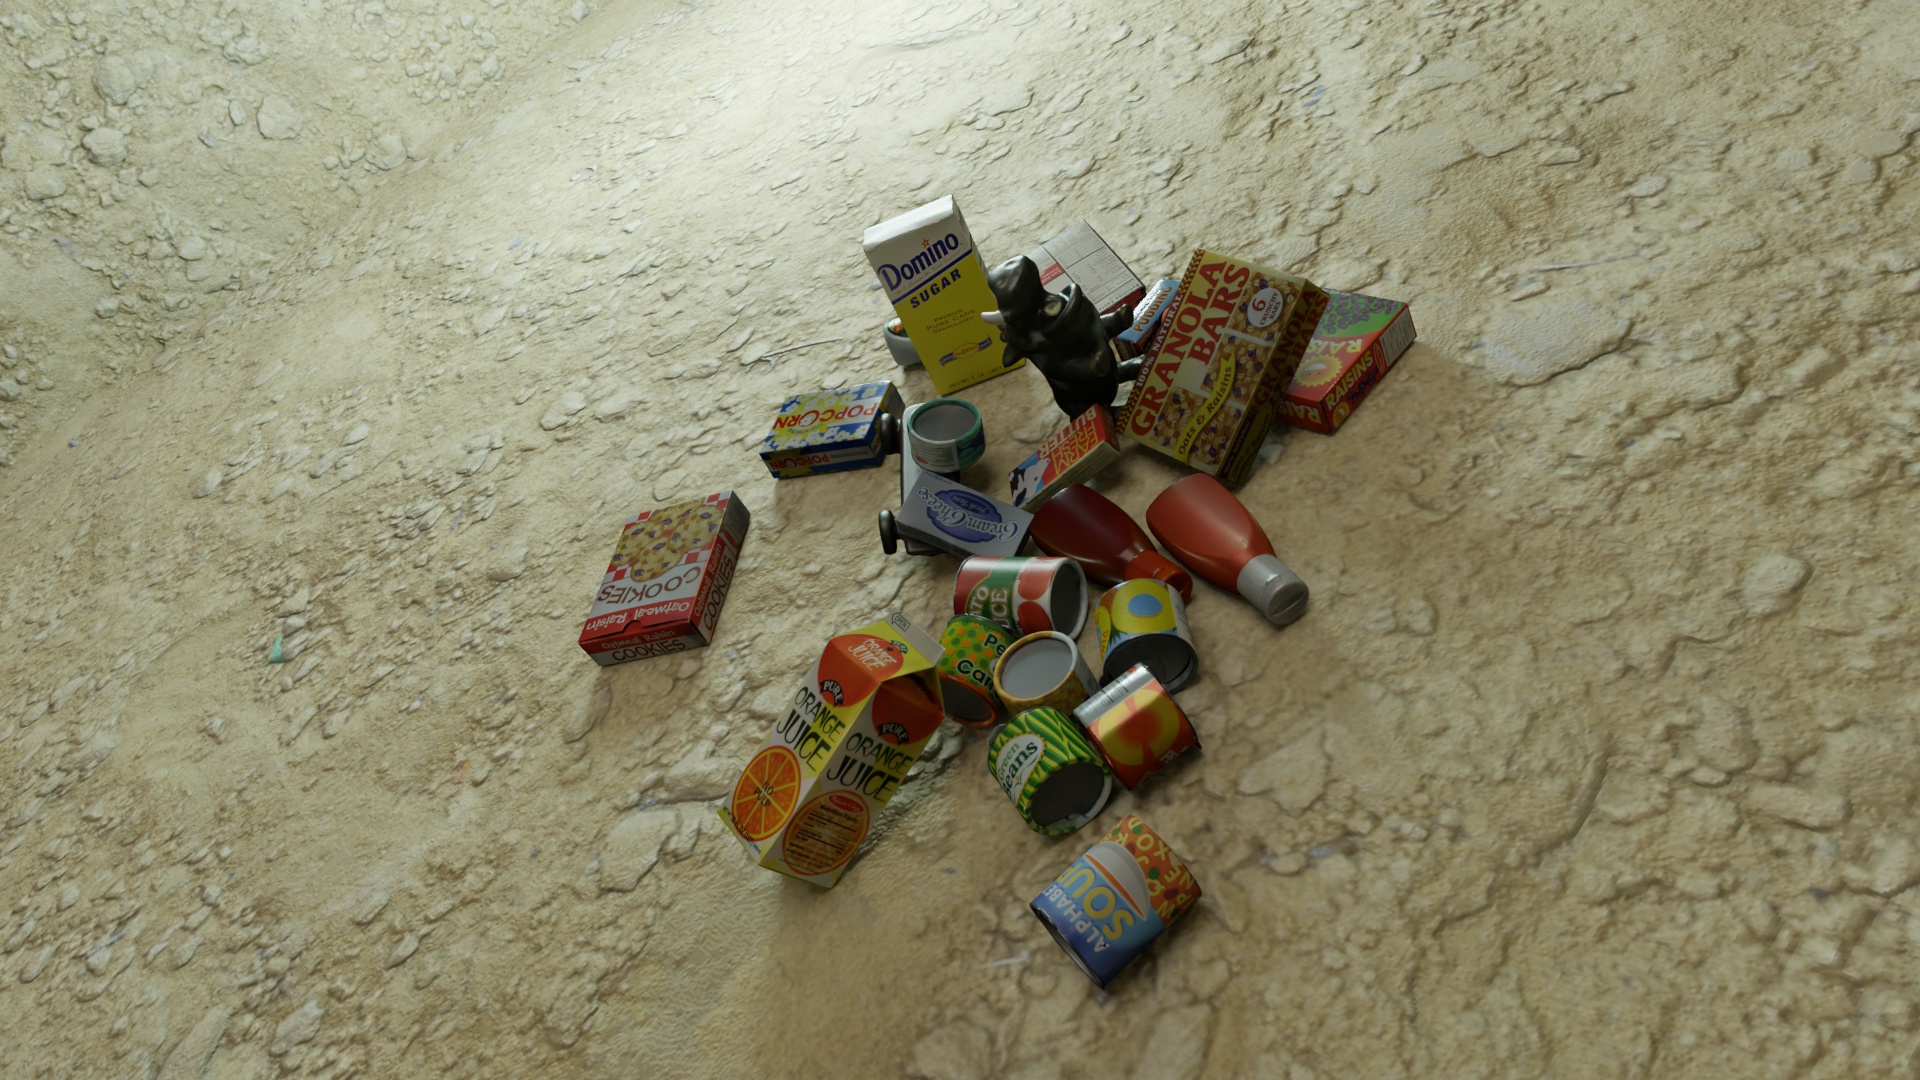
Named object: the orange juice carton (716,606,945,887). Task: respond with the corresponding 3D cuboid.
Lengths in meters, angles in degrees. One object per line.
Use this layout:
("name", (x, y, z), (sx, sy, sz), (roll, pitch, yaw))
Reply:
("orange juice carton", (-0.081, 0.142, 0.986), (0.192, 0.073, 0.072), (-57, 41, 0))

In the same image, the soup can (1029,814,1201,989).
("soup can", (0.093, 0.216, 0.840), (0.084, 0.071, 0.071), (-40, 39, -11))

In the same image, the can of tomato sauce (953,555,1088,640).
("can of tomato sauce", (0.046, 0.046, 1.059), (0.083, 0.071, 0.071), (0, 48, 32))

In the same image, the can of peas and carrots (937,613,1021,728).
("can of peas and carrots", (0.010, 0.097, 1.026), (0.071, 0.070, 0.059), (3, 50, 35))

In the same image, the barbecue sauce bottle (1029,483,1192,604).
("barbecue sauce bottle", (0.118, 0.009, 1.072), (0.065, 0.043, 0.149), (-41, 40, -10))

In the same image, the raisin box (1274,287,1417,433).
("raisin box", (0.297, -0.147, 1.128), (0.124, 0.040, 0.086), (-45, 41, -19))

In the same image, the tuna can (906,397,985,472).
("tuna can", (-0.011, -0.094, 1.206), (0.071, 0.032, 0.071), (-4, 43, 4))

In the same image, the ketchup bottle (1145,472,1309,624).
("ketchup bottle", (0.198, 0.007, 1.021), (0.065, 0.043, 0.149), (-35, 39, -3))

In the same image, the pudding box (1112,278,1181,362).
("pudding box", (0.175, -0.189, 1.244), (0.030, 0.049, 0.084), (19, 60, 42))

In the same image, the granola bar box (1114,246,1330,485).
("granola bar box", (0.208, -0.141, 1.117), (0.124, 0.039, 0.165), (32, 100, 48))

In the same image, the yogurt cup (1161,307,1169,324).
("yogurt cup", (0.210, -0.183, 1.204), (0.054, 0.072, 0.073), (-14, 41, 33))

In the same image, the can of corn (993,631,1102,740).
("can of corn", (0.061, 0.108, 0.988), (0.071, 0.058, 0.071), (-18, 40, 16))

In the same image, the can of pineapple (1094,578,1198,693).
("can of pineapple", (0.128, 0.069, 0.980), (0.071, 0.070, 0.058), (-20, 39, 13))

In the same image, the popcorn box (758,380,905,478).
("popcorn box", (-0.125, -0.108, 1.359), (0.126, 0.038, 0.085), (-6, 45, 28))

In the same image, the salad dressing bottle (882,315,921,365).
("salad dressing bottle", (-0.003, -0.223, 1.400), (0.147, 0.043, 0.064), (-21, 40, 9))

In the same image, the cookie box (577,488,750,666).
("cookie box", (-0.276, 0.034, 1.301), (0.123, 0.040, 0.168), (-13, 42, 22))

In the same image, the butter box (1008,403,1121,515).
("butter box", (0.087, -0.064, 1.160), (0.103, 0.024, 0.053), (-39, 34, 25))

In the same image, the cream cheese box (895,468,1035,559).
("cream cheese box", (0.004, -0.014, 1.134), (0.104, 0.024, 0.053), (23, 70, 12))

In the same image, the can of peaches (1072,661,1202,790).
("can of peaches", (0.118, 0.126, 0.929), (0.058, 0.071, 0.071), (-35, 39, -4))

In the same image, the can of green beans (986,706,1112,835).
("can of green beans", (0.060, 0.155, 0.933), (0.071, 0.071, 0.058), (-35, 39, -5))
